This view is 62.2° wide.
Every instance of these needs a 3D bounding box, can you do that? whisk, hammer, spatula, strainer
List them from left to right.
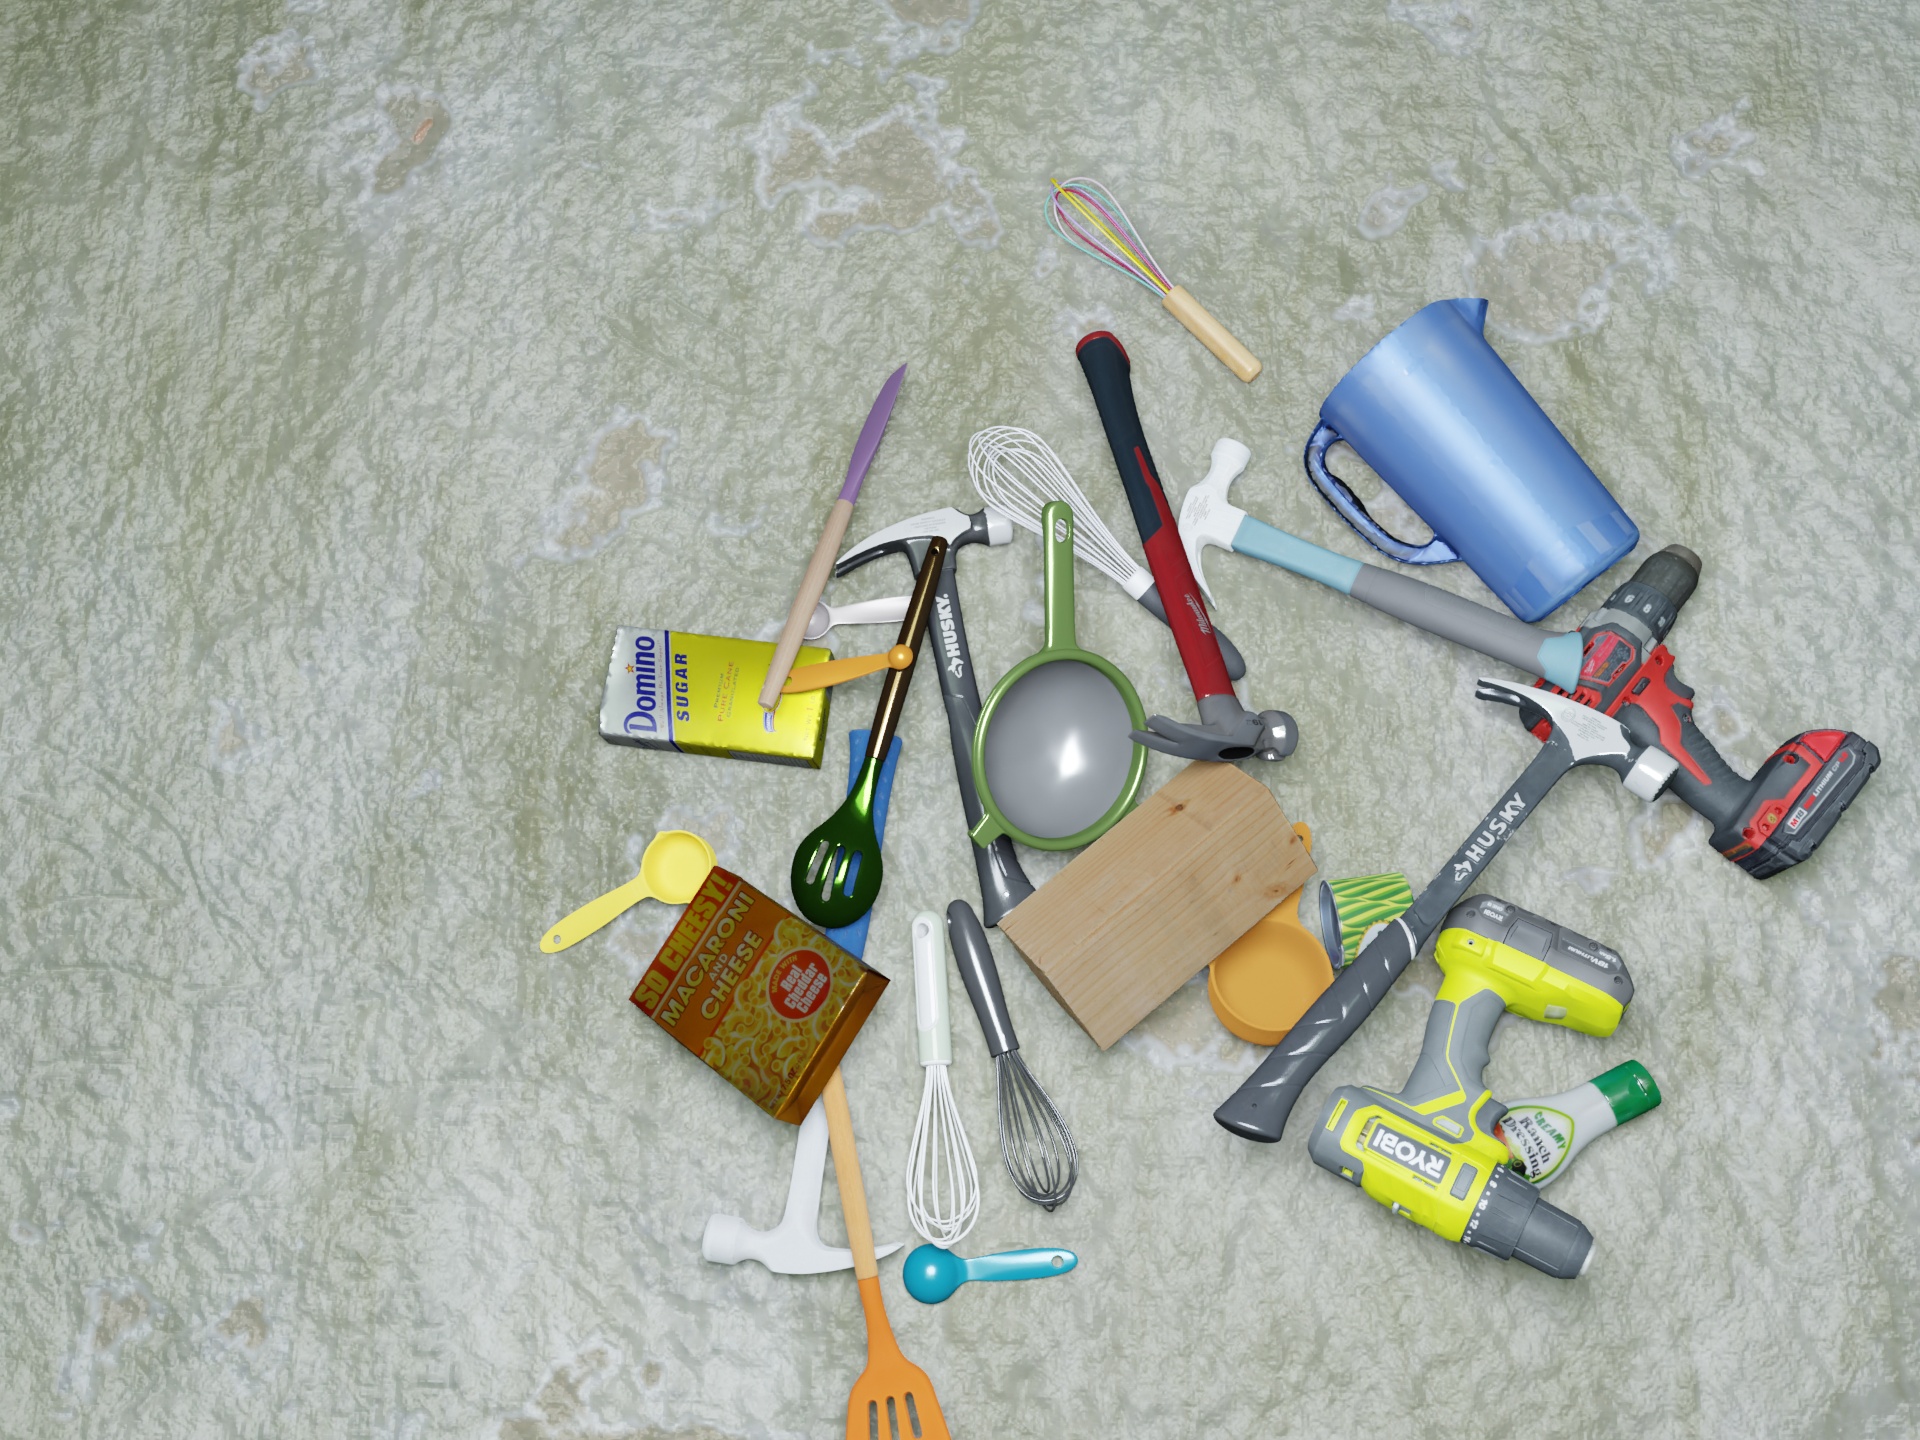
[{"bbox_3d":[-0.101,-0.150,1.267,0.018,0.060,0.316,27,67,-21],"label":"spatula"},{"bbox_3d":[-0.088,0.207,1.200,0.144,0.035,0.406,7,76,6],"label":"hammer"},{"bbox_3d":[-0.070,0.367,1.118,0.081,0.041,0.323,-13,74,1],"label":"spatula"},{"bbox_3d":[-0.018,0.262,1.178,0.058,0.059,0.246,-14,69,28],"label":"whisk"},{"bbox_3d":[-0.002,-0.004,1.245,0.146,0.035,0.335,-10,77,-7],"label":"hammer"},{"bbox_3d":[0.033,0.244,1.179,0.055,0.055,0.239,-19,72,-1],"label":"whisk"},{"bbox_3d":[0.061,-0.034,1.184,0.151,0.069,0.256,-4,97,-28],"label":"strainer"},{"bbox_3d":[0.117,-0.130,1.251,0.284,0.070,0.070,42,81,-1],"label":"whisk"},{"bbox_3d":[0.141,-0.145,1.216,0.143,0.038,0.387,5,57,-35],"label":"hammer"},{"bbox_3d":[0.159,-0.371,1.331,0.051,0.047,0.245,-42,80,-8],"label":"whisk"},{"bbox_3d":[0.318,-0.105,1.222,0.331,0.033,0.128,26,86,22],"label":"hammer"},{"bbox_3d":[0.321,0.135,1.119,0.149,0.036,0.409,38,76,27],"label":"hammer"}]

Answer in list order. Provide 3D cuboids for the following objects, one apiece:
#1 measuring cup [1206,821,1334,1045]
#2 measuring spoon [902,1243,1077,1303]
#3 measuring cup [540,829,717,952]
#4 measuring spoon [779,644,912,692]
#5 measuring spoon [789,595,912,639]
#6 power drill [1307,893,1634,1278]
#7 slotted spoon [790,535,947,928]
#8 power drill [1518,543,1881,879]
[{"bbox_3d":[0.238,0.160,1.190,0.095,0.052,0.174,13,59,11],"label":"measuring cup"},{"bbox_3d":[0.021,0.397,1.151,0.128,0.021,0.042,-7,75,3],"label":"measuring spoon"},{"bbox_3d":[-0.258,0.139,1.238,0.156,0.029,0.062,-31,75,8],"label":"measuring cup"},{"bbox_3d":[-0.093,-0.040,1.215,0.117,0.011,0.021,-12,67,14],"label":"measuring spoon"},{"bbox_3d":[-0.077,-0.085,1.288,0.124,0.018,0.034,-7,76,-5],"label":"measuring spoon"},{"bbox_3d":[0.375,0.254,1.106,0.191,0.080,0.228,25,68,25],"label":"power drill"},{"bbox_3d":[-0.060,0.005,1.210,0.070,0.031,0.314,15,79,8],"label":"slotted spoon"},{"bbox_3d":[0.563,-0.011,1.199,0.227,0.080,0.188,38,81,15],"label":"power drill"}]
